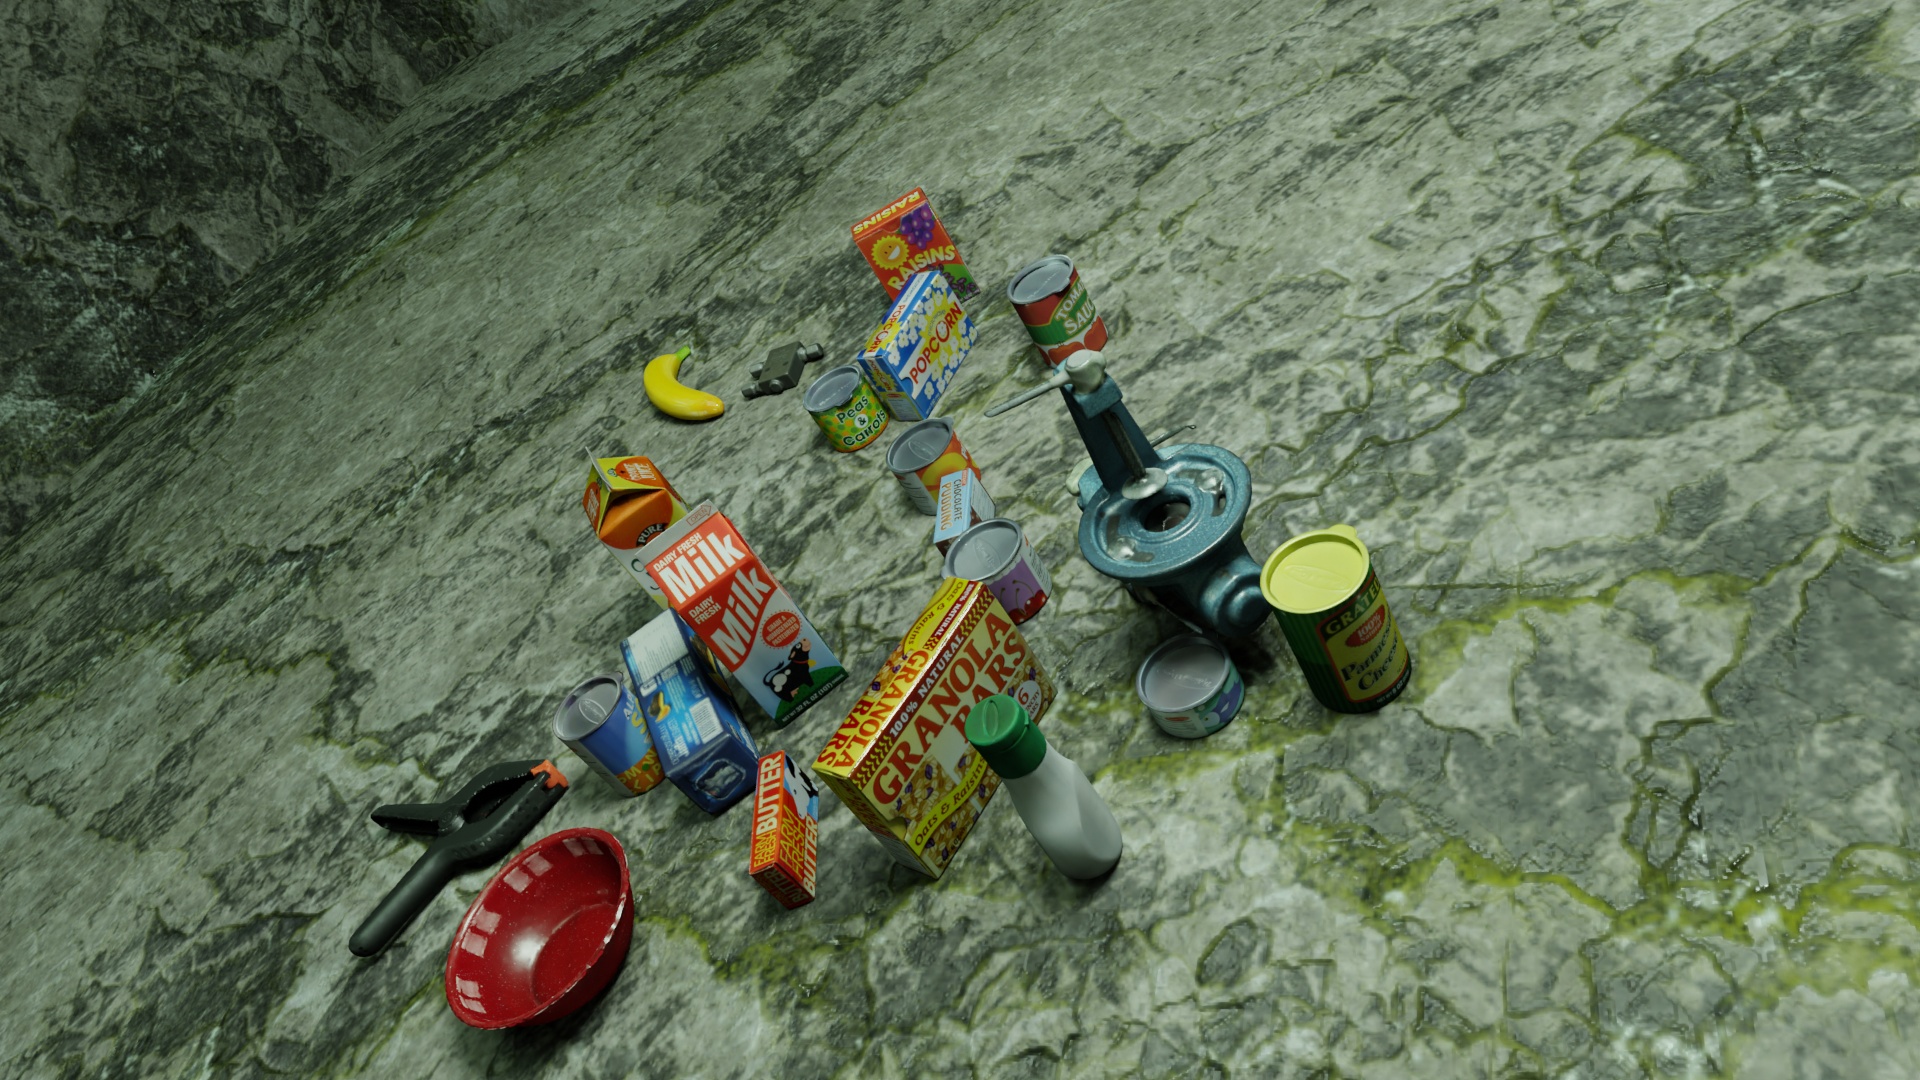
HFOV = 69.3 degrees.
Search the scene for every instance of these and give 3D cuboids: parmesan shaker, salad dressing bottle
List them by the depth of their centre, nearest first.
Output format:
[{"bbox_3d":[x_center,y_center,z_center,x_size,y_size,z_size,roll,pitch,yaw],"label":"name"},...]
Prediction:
[{"bbox_3d":[0.051,0.151,0.849,0.044,0.147,0.064,-21,39,17],"label":"salad dressing bottle"},{"bbox_3d":[0.236,0.049,0.861,0.071,0.102,0.072,-21,39,18],"label":"parmesan shaker"}]

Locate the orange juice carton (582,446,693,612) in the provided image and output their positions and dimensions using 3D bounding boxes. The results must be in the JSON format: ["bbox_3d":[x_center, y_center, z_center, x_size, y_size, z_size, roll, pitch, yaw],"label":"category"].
[{"bbox_3d":[-0.265,-0.003,1.221,0.073,0.192,0.072,-37,37,-4],"label":"orange juice carton"}]

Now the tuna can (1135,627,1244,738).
[{"bbox_3d":[0.155,0.095,0.929,0.071,0.032,0.071,-20,39,18],"label":"tuna can"}]

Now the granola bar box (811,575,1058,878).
[{"bbox_3d":[-0.012,0.126,0.944,0.039,0.123,0.166,10,55,43],"label":"granola bar box"}]

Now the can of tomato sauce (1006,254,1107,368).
[{"bbox_3d":[0.091,-0.208,1.274,0.071,0.082,0.071,-21,39,18],"label":"can of tomato sauce"}]

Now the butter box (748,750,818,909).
[{"bbox_3d":[-0.126,0.207,0.999,0.024,0.053,0.104,-23,38,16],"label":"butter box"}]

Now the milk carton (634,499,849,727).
[{"bbox_3d":[-0.173,0.053,1.092,0.072,0.190,0.073,-38,37,-5],"label":"milk carton"}]

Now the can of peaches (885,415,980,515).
[{"bbox_3d":[-0.021,-0.066,1.221,0.071,0.058,0.071,-21,39,18],"label":"can of peaches"}]

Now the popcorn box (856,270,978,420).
[{"bbox_3d":[-0.040,-0.189,1.349,0.038,0.085,0.127,1,49,38],"label":"popcorn box"}]

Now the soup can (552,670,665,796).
[{"bbox_3d":[-0.280,0.159,1.143,0.071,0.083,0.072,-21,39,18],"label":"soup can"}]

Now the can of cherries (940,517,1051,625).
[{"bbox_3d":[0.028,0.026,1.080,0.071,0.058,0.072,-21,39,18],"label":"can of cherries"}]

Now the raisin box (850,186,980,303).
[{"bbox_3d":[-0.046,-0.289,1.434,0.086,0.123,0.040,-28,37,8],"label":"raisin box"}]

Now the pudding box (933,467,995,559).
[{"bbox_3d":[0.004,-0.014,1.151,0.030,0.049,0.084,-18,40,21],"label":"pudding box"}]

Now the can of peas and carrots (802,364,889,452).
[{"bbox_3d":[-0.110,-0.128,1.356,0.071,0.058,0.071,-21,39,18],"label":"can of peas and carrots"}]
